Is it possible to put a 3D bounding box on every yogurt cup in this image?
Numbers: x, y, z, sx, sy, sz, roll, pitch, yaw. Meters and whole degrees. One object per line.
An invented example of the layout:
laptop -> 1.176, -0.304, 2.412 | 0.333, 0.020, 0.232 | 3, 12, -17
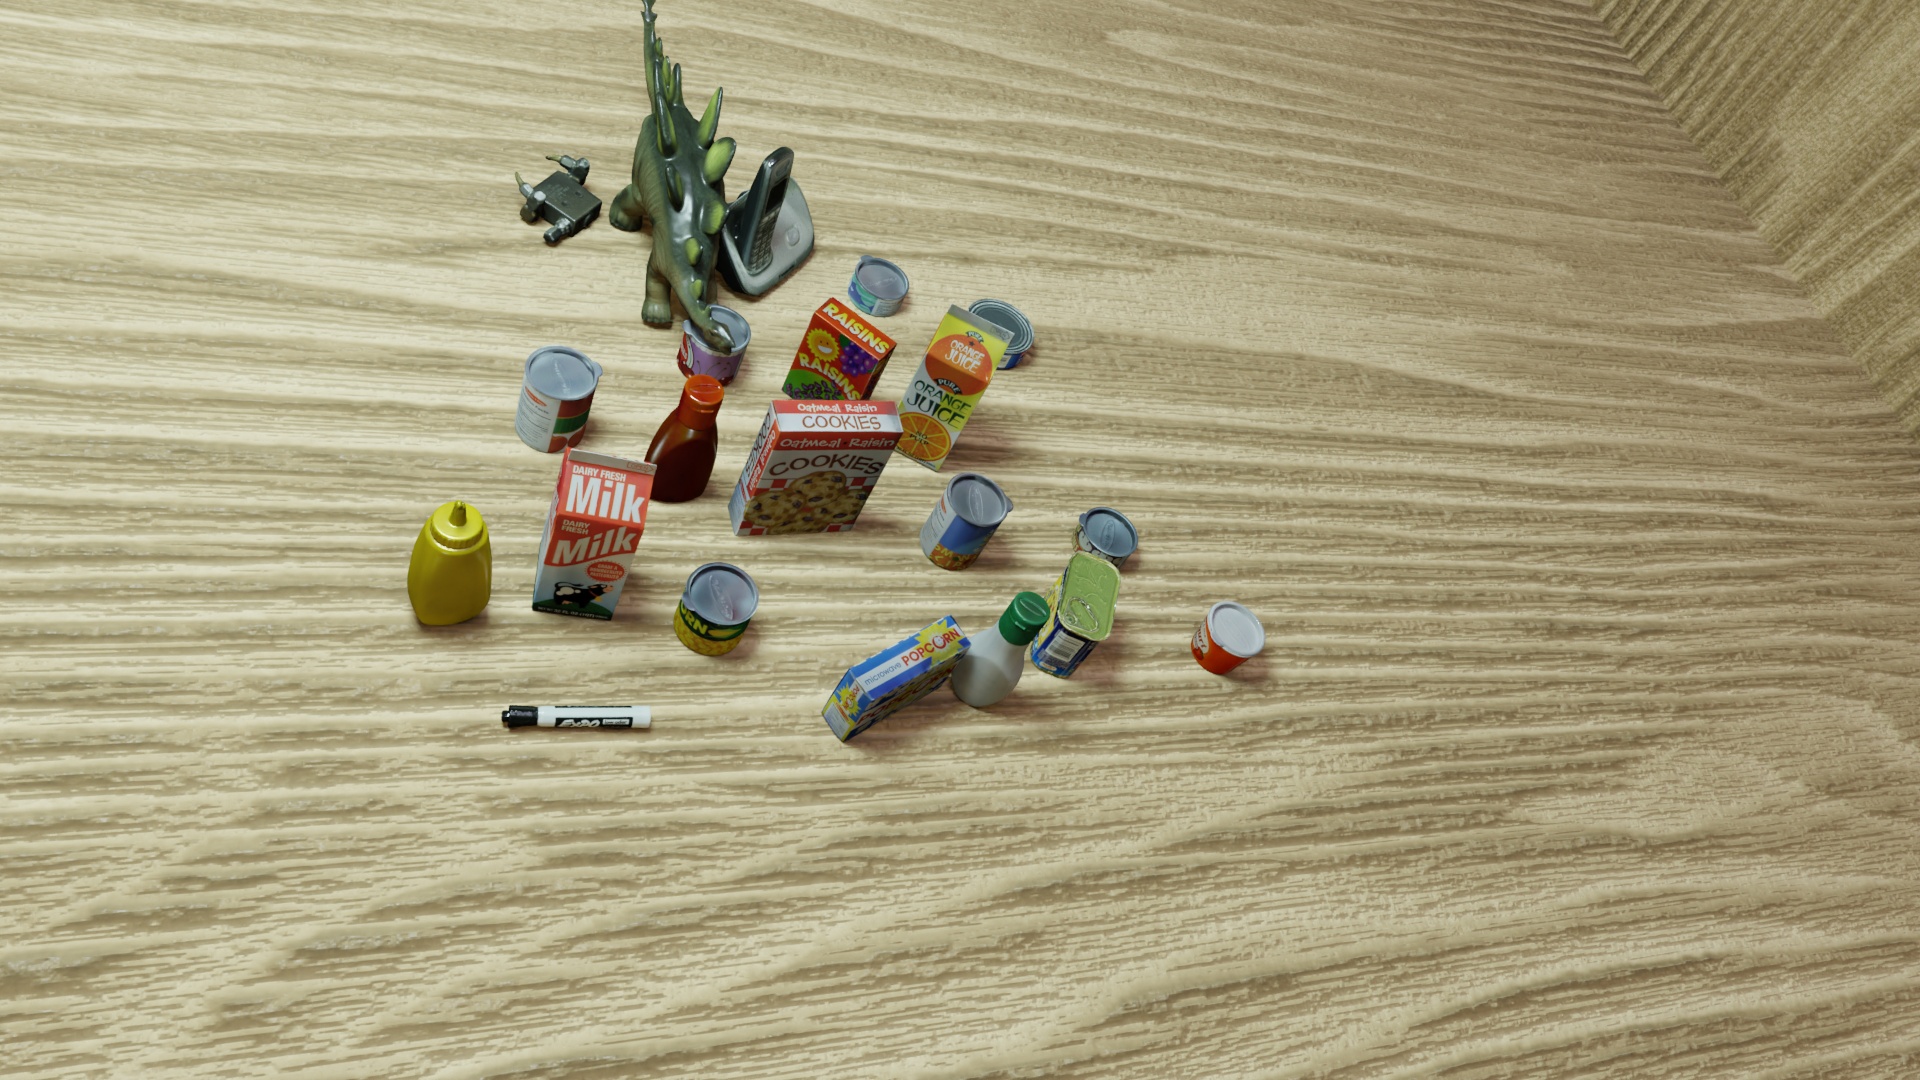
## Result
yogurt cup -> 0.281, 0.106, 1.472 | 0.072, 0.053, 0.073 | 13, 51, -17

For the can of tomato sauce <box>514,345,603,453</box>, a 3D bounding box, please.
can of tomato sauce -> -0.381, -0.133, 1.313 | 0.071, 0.082, 0.071 | 13, 51, -17

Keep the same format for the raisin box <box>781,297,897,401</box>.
raisin box -> -0.127, -0.181, 1.446 | 0.086, 0.122, 0.040 | 37, 48, 4

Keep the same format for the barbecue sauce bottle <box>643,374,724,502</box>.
barbecue sauce bottle -> -0.256, -0.094, 1.300 | 0.065, 0.147, 0.044 | -3, 57, -28

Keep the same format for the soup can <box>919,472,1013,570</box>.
soup can -> 0.005, -0.018, 1.412 | 0.071, 0.083, 0.072 | 13, 51, -17

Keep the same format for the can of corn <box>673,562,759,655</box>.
can of corn -> -0.224, 0.063, 1.256 | 0.071, 0.058, 0.071 | 13, 51, -17

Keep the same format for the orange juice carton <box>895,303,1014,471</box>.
orange juice carton -> -0.012, -0.166, 1.444 | 0.072, 0.191, 0.073 | 27, 48, -5

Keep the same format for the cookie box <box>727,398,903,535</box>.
cookie box -> -0.140, -0.069, 1.324 | 0.123, 0.166, 0.040 | -2, 57, -27

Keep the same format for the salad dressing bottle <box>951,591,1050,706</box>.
salad dressing bottle -> 0.038, 0.101, 1.294 | 0.064, 0.146, 0.044 | 34, 48, 1

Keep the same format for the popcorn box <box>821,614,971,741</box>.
popcorn box -> -0.059, 0.126, 1.270 | 0.127, 0.084, 0.038 | -26, 70, -38

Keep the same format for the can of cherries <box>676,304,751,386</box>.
can of cherries -> -0.259, -0.202, 1.441 | 0.071, 0.058, 0.072 | 13, 51, -17

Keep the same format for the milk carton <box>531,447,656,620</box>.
milk carton -> -0.312, -0.014, 1.183 | 0.072, 0.189, 0.074 | 10, 52, -19

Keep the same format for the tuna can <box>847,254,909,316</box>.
tuna can -> -0.097, -0.294, 1.608 | 0.071, 0.032, 0.071 | 13, 51, -17

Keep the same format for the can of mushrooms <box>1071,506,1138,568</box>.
can of mushrooms -> 0.154, -0.002, 1.506 | 0.071, 0.033, 0.071 | 13, 51, -17

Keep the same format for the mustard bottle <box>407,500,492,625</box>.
mustard bottle -> -0.414, 0.011, 1.135 | 0.065, 0.159, 0.049 | -10, 60, -31
